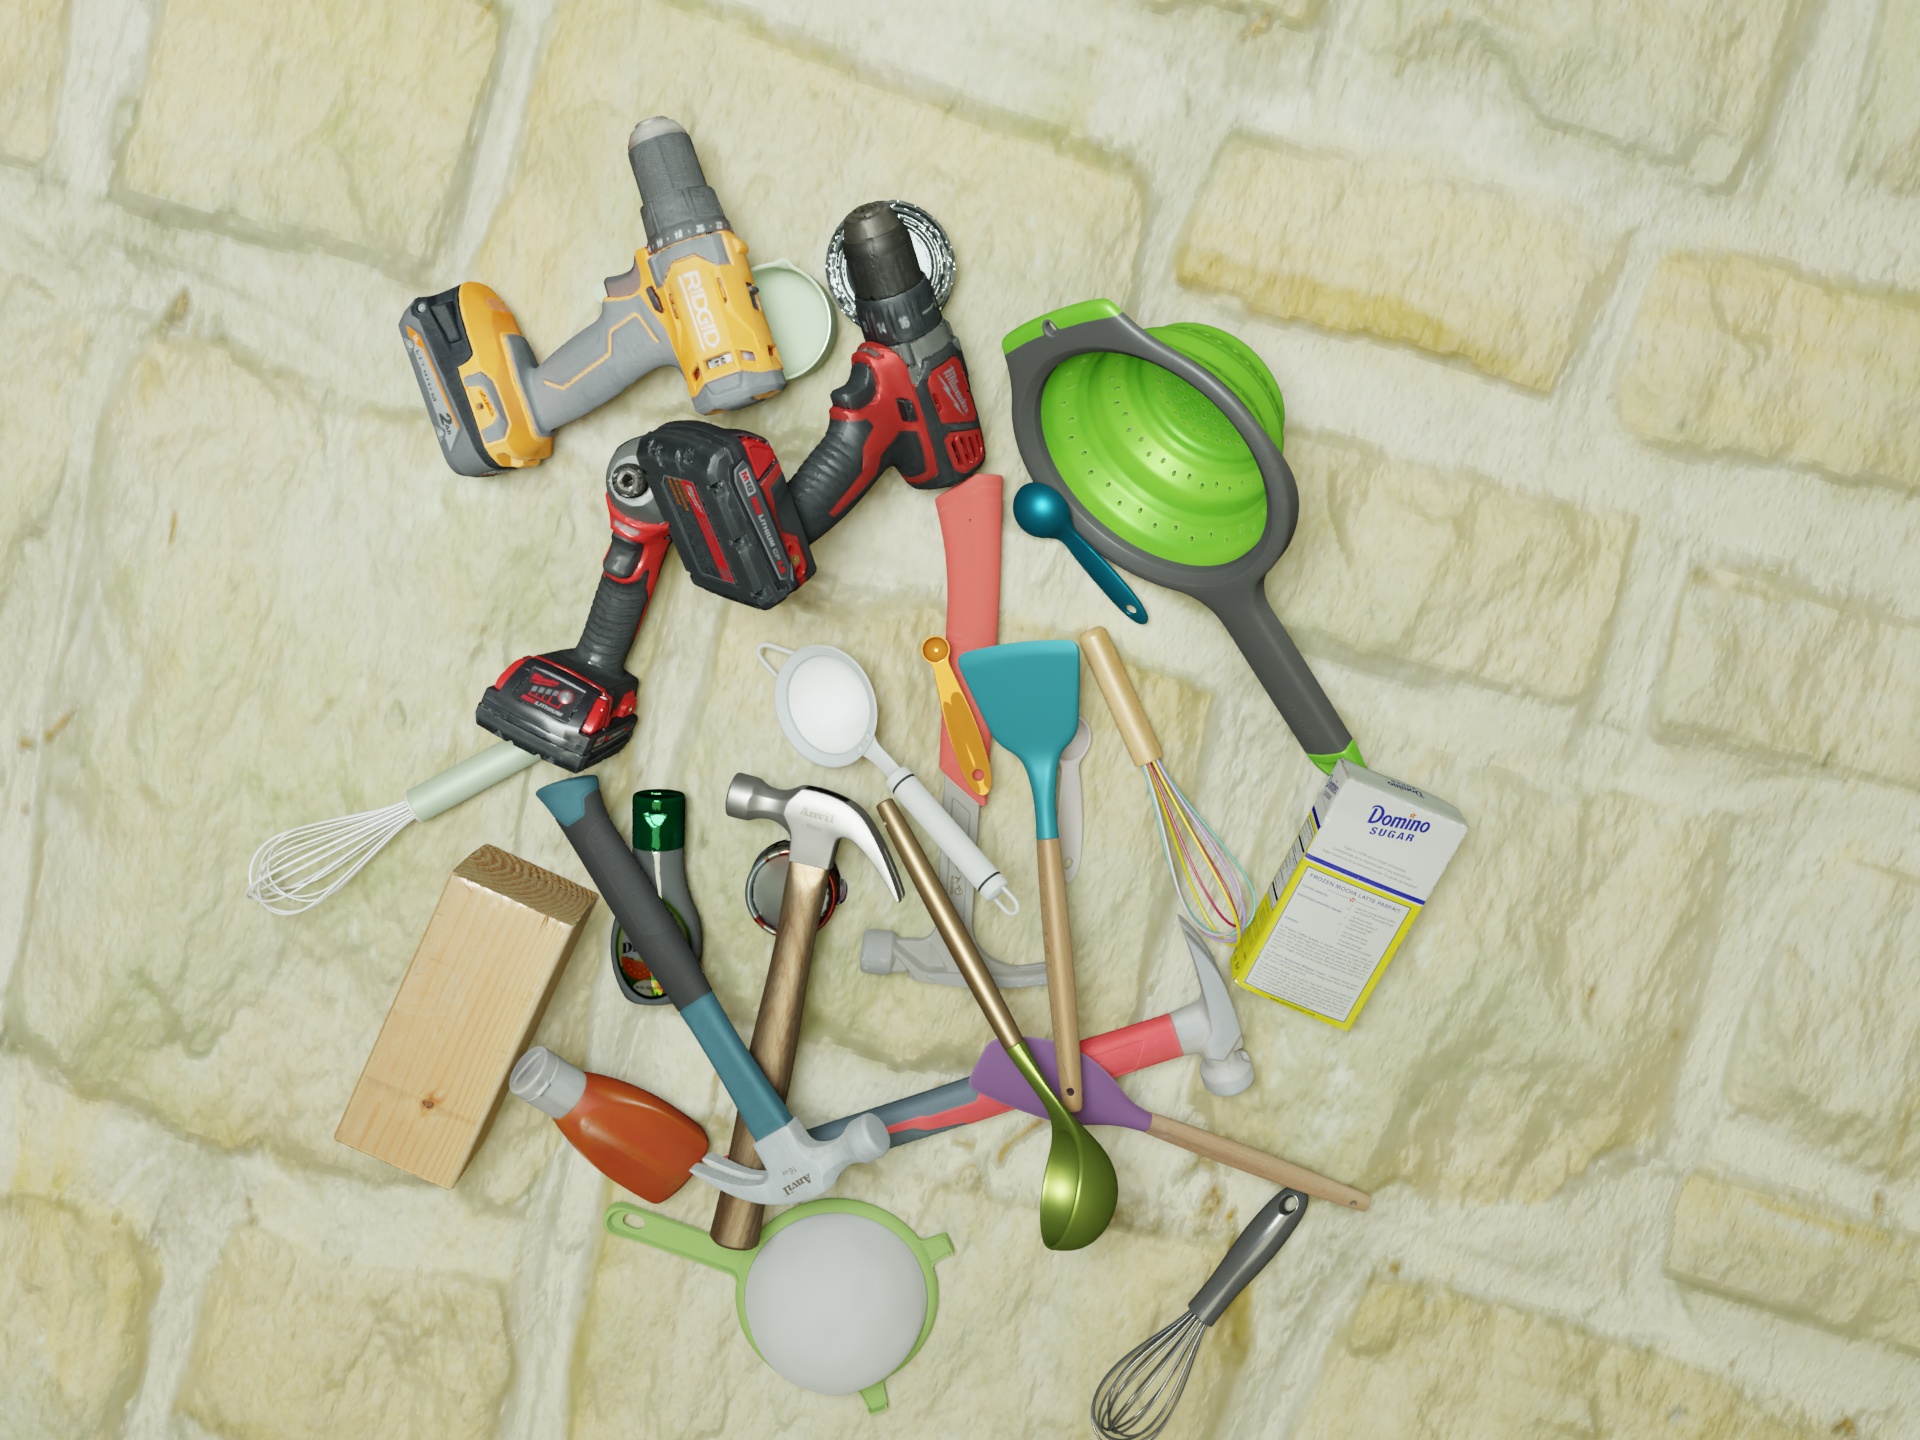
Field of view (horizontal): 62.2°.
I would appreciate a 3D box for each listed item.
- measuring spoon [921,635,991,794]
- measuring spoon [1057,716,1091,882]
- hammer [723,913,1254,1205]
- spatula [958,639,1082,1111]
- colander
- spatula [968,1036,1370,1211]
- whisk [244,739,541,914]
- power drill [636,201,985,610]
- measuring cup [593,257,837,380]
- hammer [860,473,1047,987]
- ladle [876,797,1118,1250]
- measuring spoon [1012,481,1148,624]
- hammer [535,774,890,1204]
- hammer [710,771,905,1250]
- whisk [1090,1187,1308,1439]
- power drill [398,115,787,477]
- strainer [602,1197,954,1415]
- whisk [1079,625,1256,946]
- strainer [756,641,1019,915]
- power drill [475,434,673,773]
[{"bbox_3d":[-0.002,-0.003,1.084,0.021,0.011,0.117,-19,102,1],"label":"measuring spoon"},{"bbox_3d":[0.074,0.055,1.126,0.034,0.018,0.124,-8,106,-27],"label":"measuring spoon"},{"bbox_3d":[0.007,0.256,1.128,0.386,0.038,0.143,-19,116,5],"label":"hammer"},{"bbox_3d":[0.057,0.106,1.068,0.082,0.044,0.317,-6,89,12],"label":"spatula"},{"bbox_3d":[0.186,-0.128,1.059,0.094,0.204,0.396,-49,115,-28],"label":"colander"},{"bbox_3d":[0.155,0.290,1.124,0.315,0.018,0.059,24,106,-13],"label":"spatula"},{"bbox_3d":[-0.387,0.064,1.110,0.246,0.059,0.058,-28,81,-1],"label":"whisk"},{"bbox_3d":[-0.086,-0.194,0.986,0.227,0.080,0.187,-40,129,-29],"label":"power drill"},{"bbox_3d":[-0.163,-0.274,1.069,0.167,0.038,0.083,12,101,9],"label":"measuring cup"},{"bbox_3d":[0.013,0.010,1.107,0.149,0.037,0.359,3,99,-1],"label":"hammer"},{"bbox_3d":[0.013,0.198,1.060,0.062,0.078,0.320,-25,79,-22],"label":"ladle"},{"bbox_3d":[0.081,-0.108,1.087,0.128,0.042,0.021,46,54,-10],"label":"measuring spoon"},{"bbox_3d":[-0.185,0.177,1.073,0.128,0.033,0.331,-34,85,17],"label":"hammer"},{"bbox_3d":[-0.123,0.208,1.097,0.130,0.031,0.331,13,98,6],"label":"hammer"},{"bbox_3d":[0.179,0.437,1.166,0.055,0.055,0.239,37,92,-5],"label":"whisk"},{"bbox_3d":[-0.242,-0.268,1.028,0.226,0.084,0.185,-16,98,12],"label":"power drill"},{"bbox_3d":[-0.140,0.410,1.147,0.256,0.069,0.151,22,98,-5],"label":"strainer"},{"bbox_3d":[0.143,0.047,1.109,0.051,0.047,0.245,-24,93,12],"label":"whisk"},{"bbox_3d":[-0.045,0.035,1.073,0.259,0.050,0.086,48,123,20],"label":"strainer"},{"bbox_3d":[-0.228,-0.083,1.040,0.078,0.143,0.219,26,99,2],"label":"power drill"}]
